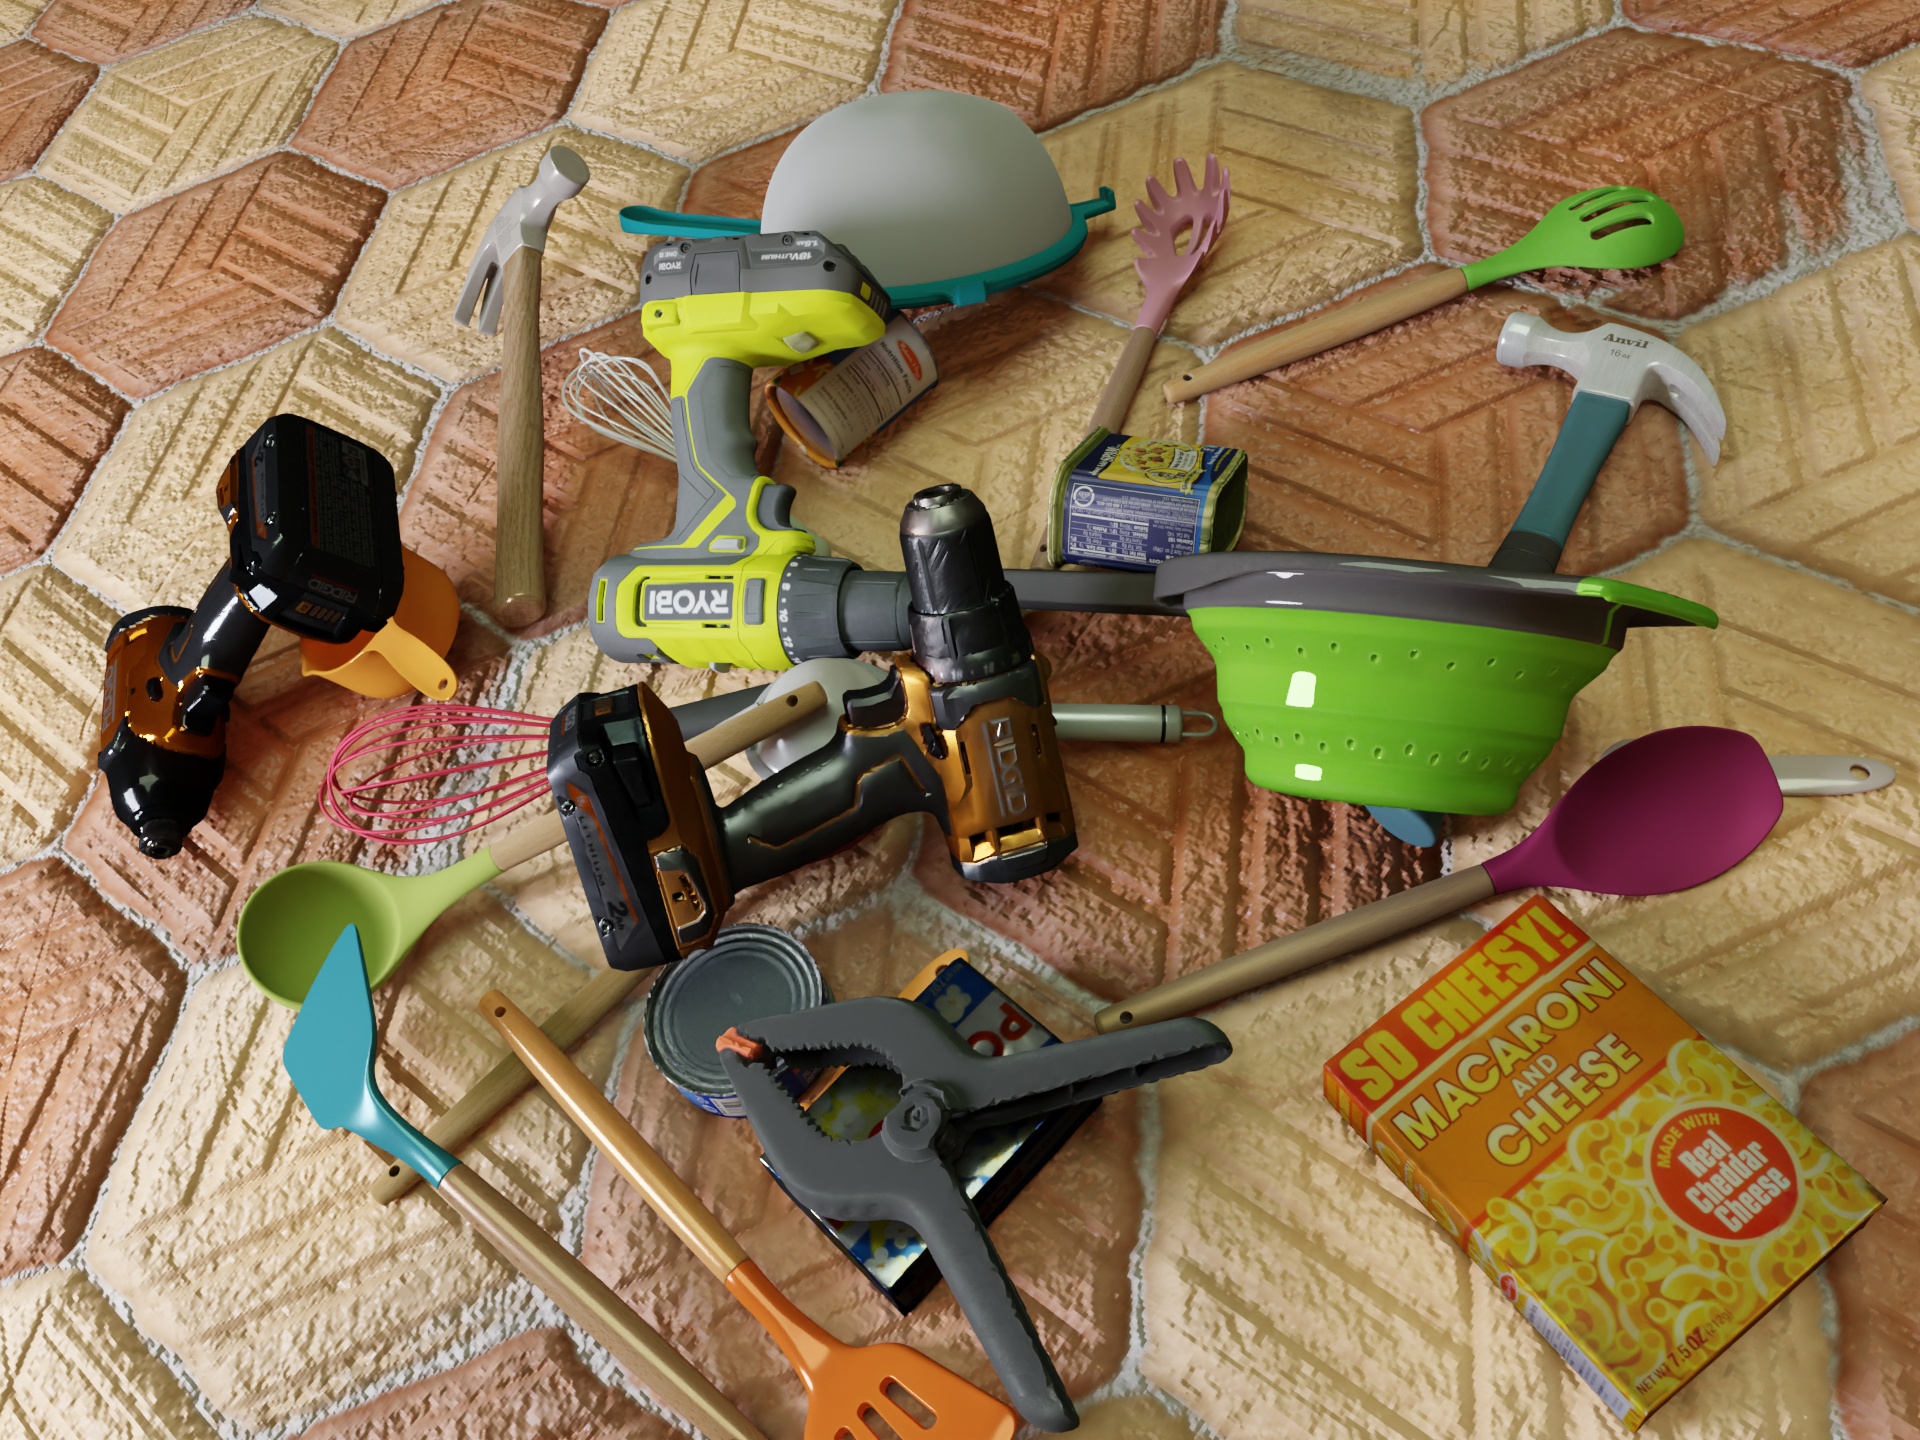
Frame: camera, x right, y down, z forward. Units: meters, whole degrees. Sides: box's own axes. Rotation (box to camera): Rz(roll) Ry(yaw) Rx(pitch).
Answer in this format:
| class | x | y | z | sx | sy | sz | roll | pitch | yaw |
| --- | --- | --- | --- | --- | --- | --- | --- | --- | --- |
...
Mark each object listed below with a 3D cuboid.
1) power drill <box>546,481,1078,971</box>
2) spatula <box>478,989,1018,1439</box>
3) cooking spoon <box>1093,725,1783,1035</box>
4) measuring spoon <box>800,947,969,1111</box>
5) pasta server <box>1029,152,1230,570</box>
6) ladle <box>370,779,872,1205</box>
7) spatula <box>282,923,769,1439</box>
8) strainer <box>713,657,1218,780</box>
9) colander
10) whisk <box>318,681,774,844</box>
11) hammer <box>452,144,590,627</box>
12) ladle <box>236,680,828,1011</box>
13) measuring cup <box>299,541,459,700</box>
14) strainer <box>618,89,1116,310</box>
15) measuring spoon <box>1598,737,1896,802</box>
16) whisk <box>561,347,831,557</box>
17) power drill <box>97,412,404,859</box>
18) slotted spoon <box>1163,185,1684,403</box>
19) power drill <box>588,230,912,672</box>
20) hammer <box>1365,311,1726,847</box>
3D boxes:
| class | x | y | z | sx | sy | sz | roll | pitch | yaw |
| --- | --- | --- | --- | --- | --- | --- | --- | --- | --- |
| power drill | -0.068 | 0.004 | 0.718 | 0.226 | 0.185 | 0.084 | -15 | 22 | -7 |
| spatula | -0.112 | 0.215 | 0.676 | 0.323 | 0.041 | 0.081 | 37 | 72 | 27 |
| cooking spoon | 0.209 | 0.079 | 0.706 | 0.319 | 0.017 | 0.069 | -21 | 85 | 1 |
| measuring spoon | -0.037 | 0.147 | 0.730 | 0.021 | 0.011 | 0.117 | 33 | 69 | 31 |
| pasta server | 0.097 | -0.212 | 0.932 | 0.060 | 0.040 | 0.316 | 5 | 58 | 32 |
| ladle | -0.158 | 0.118 | 0.775 | 0.315 | 0.031 | 0.069 | -43 | 53 | -14 |
| spatula | -0.197 | 0.212 | 0.696 | 0.318 | 0.044 | 0.082 | 34 | 102 | 19 |
| strainer | -0.001 | -0.003 | 0.793 | 0.258 | 0.050 | 0.087 | 1 | 53 | 2 |
| colander | 0.123 | -0.019 | 0.726 | 0.397 | 0.204 | 0.094 | 7 | 91 | 46 |
| whisk | -0.195 | 0.011 | 0.842 | 0.296 | 0.073 | 0.073 | -10 | 54 | 0 |
| hammer | -0.278 | -0.204 | 1.001 | 0.130 | 0.031 | 0.332 | -32 | 54 | 37 |
| ladle | -0.210 | 0.054 | 0.777 | 0.320 | 0.062 | 0.078 | -27 | 73 | 10 |
| measuring cup | -0.302 | -0.039 | 0.884 | 0.174 | 0.052 | 0.095 | 31 | 88 | 41 |
| strainer | -0.086 | -0.341 | 0.997 | 0.340 | 0.095 | 0.211 | 13 | 38 | 27 |
| measuring spoon | 0.353 | 0.021 | 0.714 | 0.124 | 0.018 | 0.034 | 0 | 56 | 13 |
| whisk | -0.160 | -0.157 | 0.956 | 0.059 | 0.057 | 0.247 | -37 | 59 | -22 |
| power drill | -0.395 | -0.038 | 0.866 | 0.226 | 0.084 | 0.164 | -41 | 49 | 25 |
| slotted spoon | 0.266 | -0.244 | 0.918 | 0.314 | 0.031 | 0.070 | -21 | 53 | 2 |
| power drill | -0.100 | -0.139 | 0.861 | 0.190 | 0.080 | 0.228 | 1 | 85 | 18 |
| hammer | 0.280 | -0.078 | 0.793 | 0.128 | 0.033 | 0.331 | 20 | 63 | 27 |
